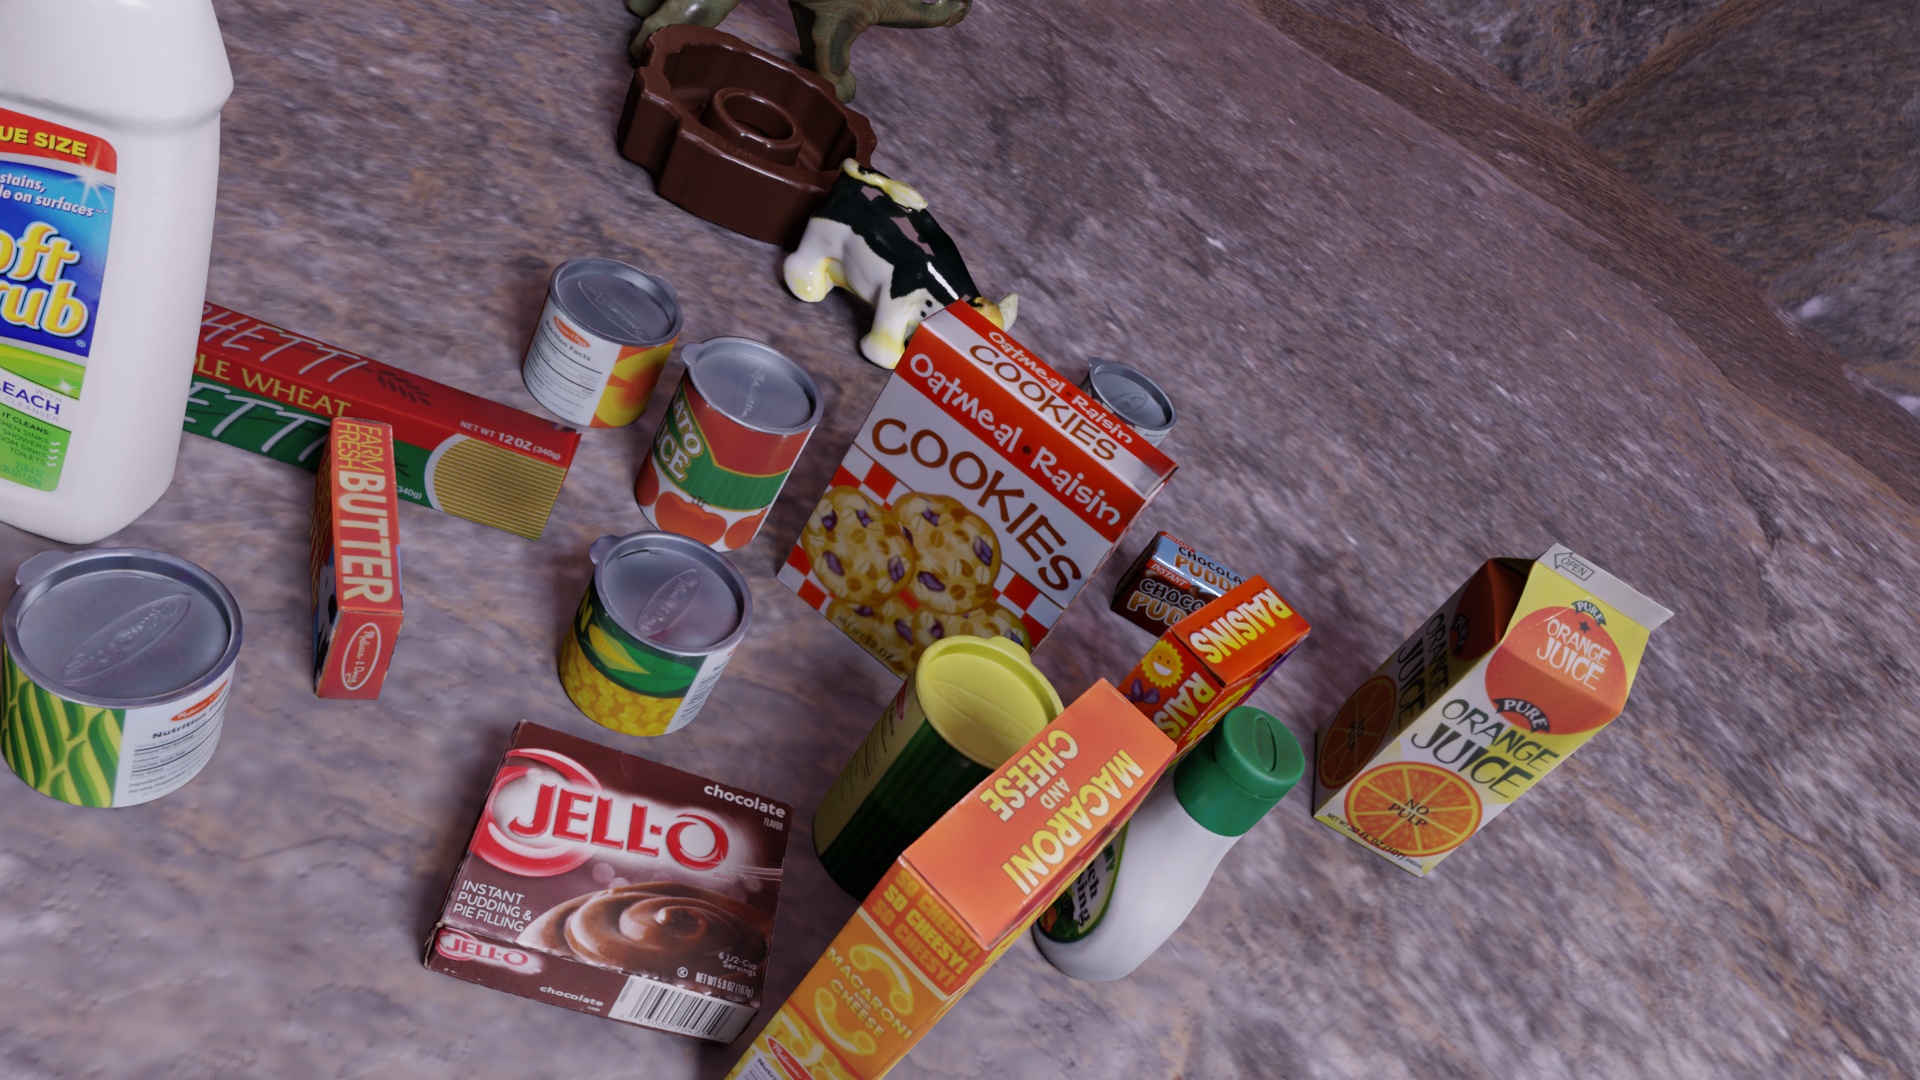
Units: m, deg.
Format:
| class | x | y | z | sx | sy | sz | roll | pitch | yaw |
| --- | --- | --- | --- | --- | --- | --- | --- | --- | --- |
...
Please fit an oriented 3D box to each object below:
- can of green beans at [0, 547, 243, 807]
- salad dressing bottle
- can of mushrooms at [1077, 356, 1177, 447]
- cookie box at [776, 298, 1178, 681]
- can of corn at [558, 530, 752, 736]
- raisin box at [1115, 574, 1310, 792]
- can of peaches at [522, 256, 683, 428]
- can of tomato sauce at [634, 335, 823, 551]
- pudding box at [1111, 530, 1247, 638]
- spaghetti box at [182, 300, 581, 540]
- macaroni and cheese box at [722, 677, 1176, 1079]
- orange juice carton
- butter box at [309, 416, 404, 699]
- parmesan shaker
| class | x | y | z | sx | sy | sz | roll | pitch | yaw |
| --- | --- | --- | --- | --- | --- | --- | --- | --- | --- |
| can of green beans | -0.278 | 0.045 | 0.460 | 0.071 | 0.057 | 0.071 | 20 | 38 | -17 |
| salad dressing bottle | 0.082 | 0.124 | 0.564 | 0.044 | 0.147 | 0.064 | 24 | 37 | -13 |
| can of mushrooms | 0.104 | -0.086 | 0.912 | 0.071 | 0.033 | 0.071 | 20 | 39 | -17 |
| cookie box | 0.002 | -0.008 | 0.637 | 0.123 | 0.166 | 0.040 | 39 | 37 | 7 |
| can of corn | -0.130 | 0.038 | 0.578 | 0.071 | 0.058 | 0.071 | 20 | 38 | -17 |
| raisin box | 0.098 | 0.079 | 0.647 | 0.040 | 0.122 | 0.086 | 48 | 39 | 18 |
| can of peaches | -0.178 | -0.099 | 0.697 | 0.071 | 0.057 | 0.071 | 20 | 38 | -17 |
| can of tomato sauce | -0.114 | -0.046 | 0.664 | 0.071 | 0.082 | 0.071 | 20 | 38 | -17 |
| pudding box | 0.134 | 0.036 | 0.783 | 0.084 | 0.049 | 0.030 | 31 | 37 | -4 |
| spaghetti box | -0.289 | -0.063 | 0.580 | 0.250 | 0.050 | 0.029 | 19 | 39 | -18 |
| macaroni and cheese box | -0.007 | 0.134 | 0.472 | 0.040 | 0.165 | 0.124 | 43 | 37 | 13 |
| orange juice carton | 0.267 | 0.081 | 0.712 | 0.072 | 0.191 | 0.073 | 30 | 37 | -5 |
| butter box | -0.236 | 0.005 | 0.540 | 0.024 | 0.052 | 0.104 | 6 | 44 | -32 |
| parmesan shaker | -0.009 | 0.095 | 0.567 | 0.071 | 0.102 | 0.072 | 20 | 38 | -17 |
